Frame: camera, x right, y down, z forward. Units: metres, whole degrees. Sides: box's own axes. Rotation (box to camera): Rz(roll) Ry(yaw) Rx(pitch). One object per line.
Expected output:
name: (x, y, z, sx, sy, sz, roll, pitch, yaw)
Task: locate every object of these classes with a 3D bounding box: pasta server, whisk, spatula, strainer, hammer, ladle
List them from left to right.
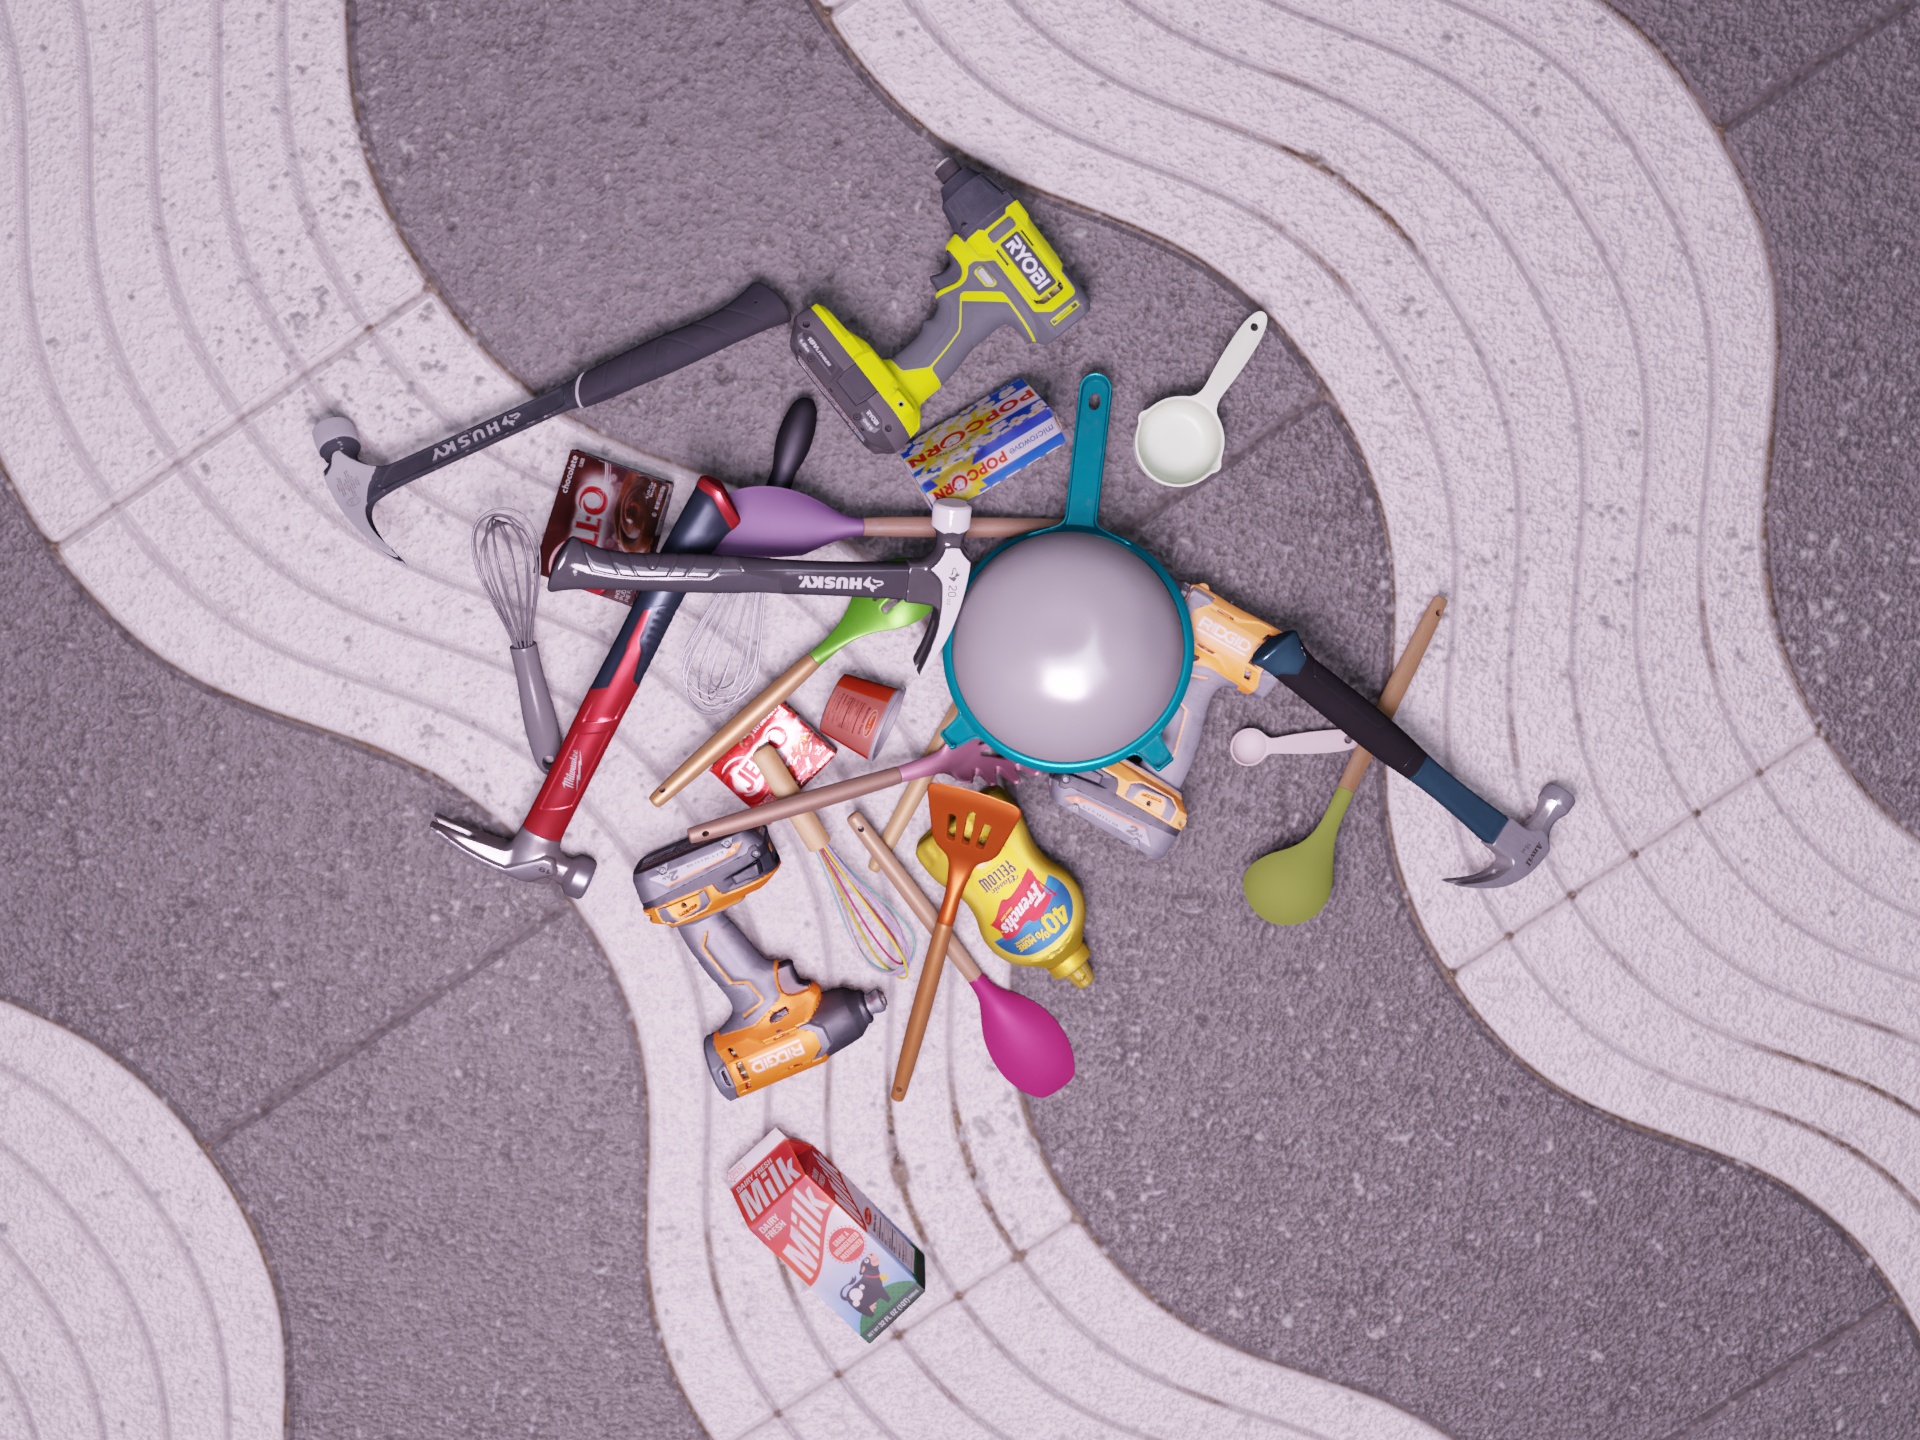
whisk: (-0.366, -0.063, 1.345, 0.055, 0.055, 0.238, -6, 112, -1)
hammer: (-0.332, -0.264, 1.328, 0.409, 0.036, 0.149, -25, 69, -3)
hammer: (-0.302, -0.036, 1.326, 0.143, 0.038, 0.386, 25, 105, -16)
whisk: (-0.175, -0.140, 1.356, 0.070, 0.070, 0.284, 18, 91, -4)
hammer: (-0.160, -0.111, 1.280, 0.334, 0.035, 0.146, 1, 115, -13)
whisk: (-0.108, 0.125, 1.375, 0.051, 0.047, 0.245, -30, 105, -1)
pasta server: (-0.075, 0.055, 1.345, 0.316, 0.040, 0.060, -16, 105, -15)
spatula: (-0.057, -0.167, 1.347, 0.316, 0.018, 0.060, -1, 97, -12)
spatula: (-0.021, 0.197, 1.365, 0.081, 0.041, 0.322, 17, 111, 6)
ladle: (-0.002, -0.004, 1.389, 0.069, 0.031, 0.315, 28, 97, -7)
strainer: (0.093, -0.129, 1.300, 0.211, 0.095, 0.340, 6, 84, 7)
ladle: (0.344, 0.034, 1.396, 0.078, 0.062, 0.320, 27, 90, -19)
hammer: (0.381, 0.029, 1.361, 0.330, 0.033, 0.128, 36, 83, -16)

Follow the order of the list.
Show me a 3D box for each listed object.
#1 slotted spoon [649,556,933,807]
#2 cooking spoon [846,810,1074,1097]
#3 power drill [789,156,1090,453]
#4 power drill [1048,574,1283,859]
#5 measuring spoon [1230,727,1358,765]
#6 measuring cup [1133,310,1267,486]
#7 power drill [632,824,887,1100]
slotted spoon: (-0.143, -0.033, 1.354, 0.314, 0.031, 0.070, -42, 64, -4)
cooking spoon: (-0.002, 0.208, 1.409, 0.069, 0.017, 0.318, -36, 101, 2)
power drill: (-0.027, -0.344, 1.328, 0.223, 0.080, 0.171, -39, 97, -1)
power drill: (0.156, -0.018, 1.367, 0.185, 0.084, 0.226, 30, 91, -1)
measuring spoon: (0.297, 0.019, 1.408, 0.124, 0.018, 0.034, -4, 104, -8)
measuring cup: (0.210, -0.275, 1.360, 0.083, 0.038, 0.167, 33, 92, -5)
power drill: (-0.172, 0.201, 1.381, 0.164, 0.084, 0.226, -22, 101, 0)
